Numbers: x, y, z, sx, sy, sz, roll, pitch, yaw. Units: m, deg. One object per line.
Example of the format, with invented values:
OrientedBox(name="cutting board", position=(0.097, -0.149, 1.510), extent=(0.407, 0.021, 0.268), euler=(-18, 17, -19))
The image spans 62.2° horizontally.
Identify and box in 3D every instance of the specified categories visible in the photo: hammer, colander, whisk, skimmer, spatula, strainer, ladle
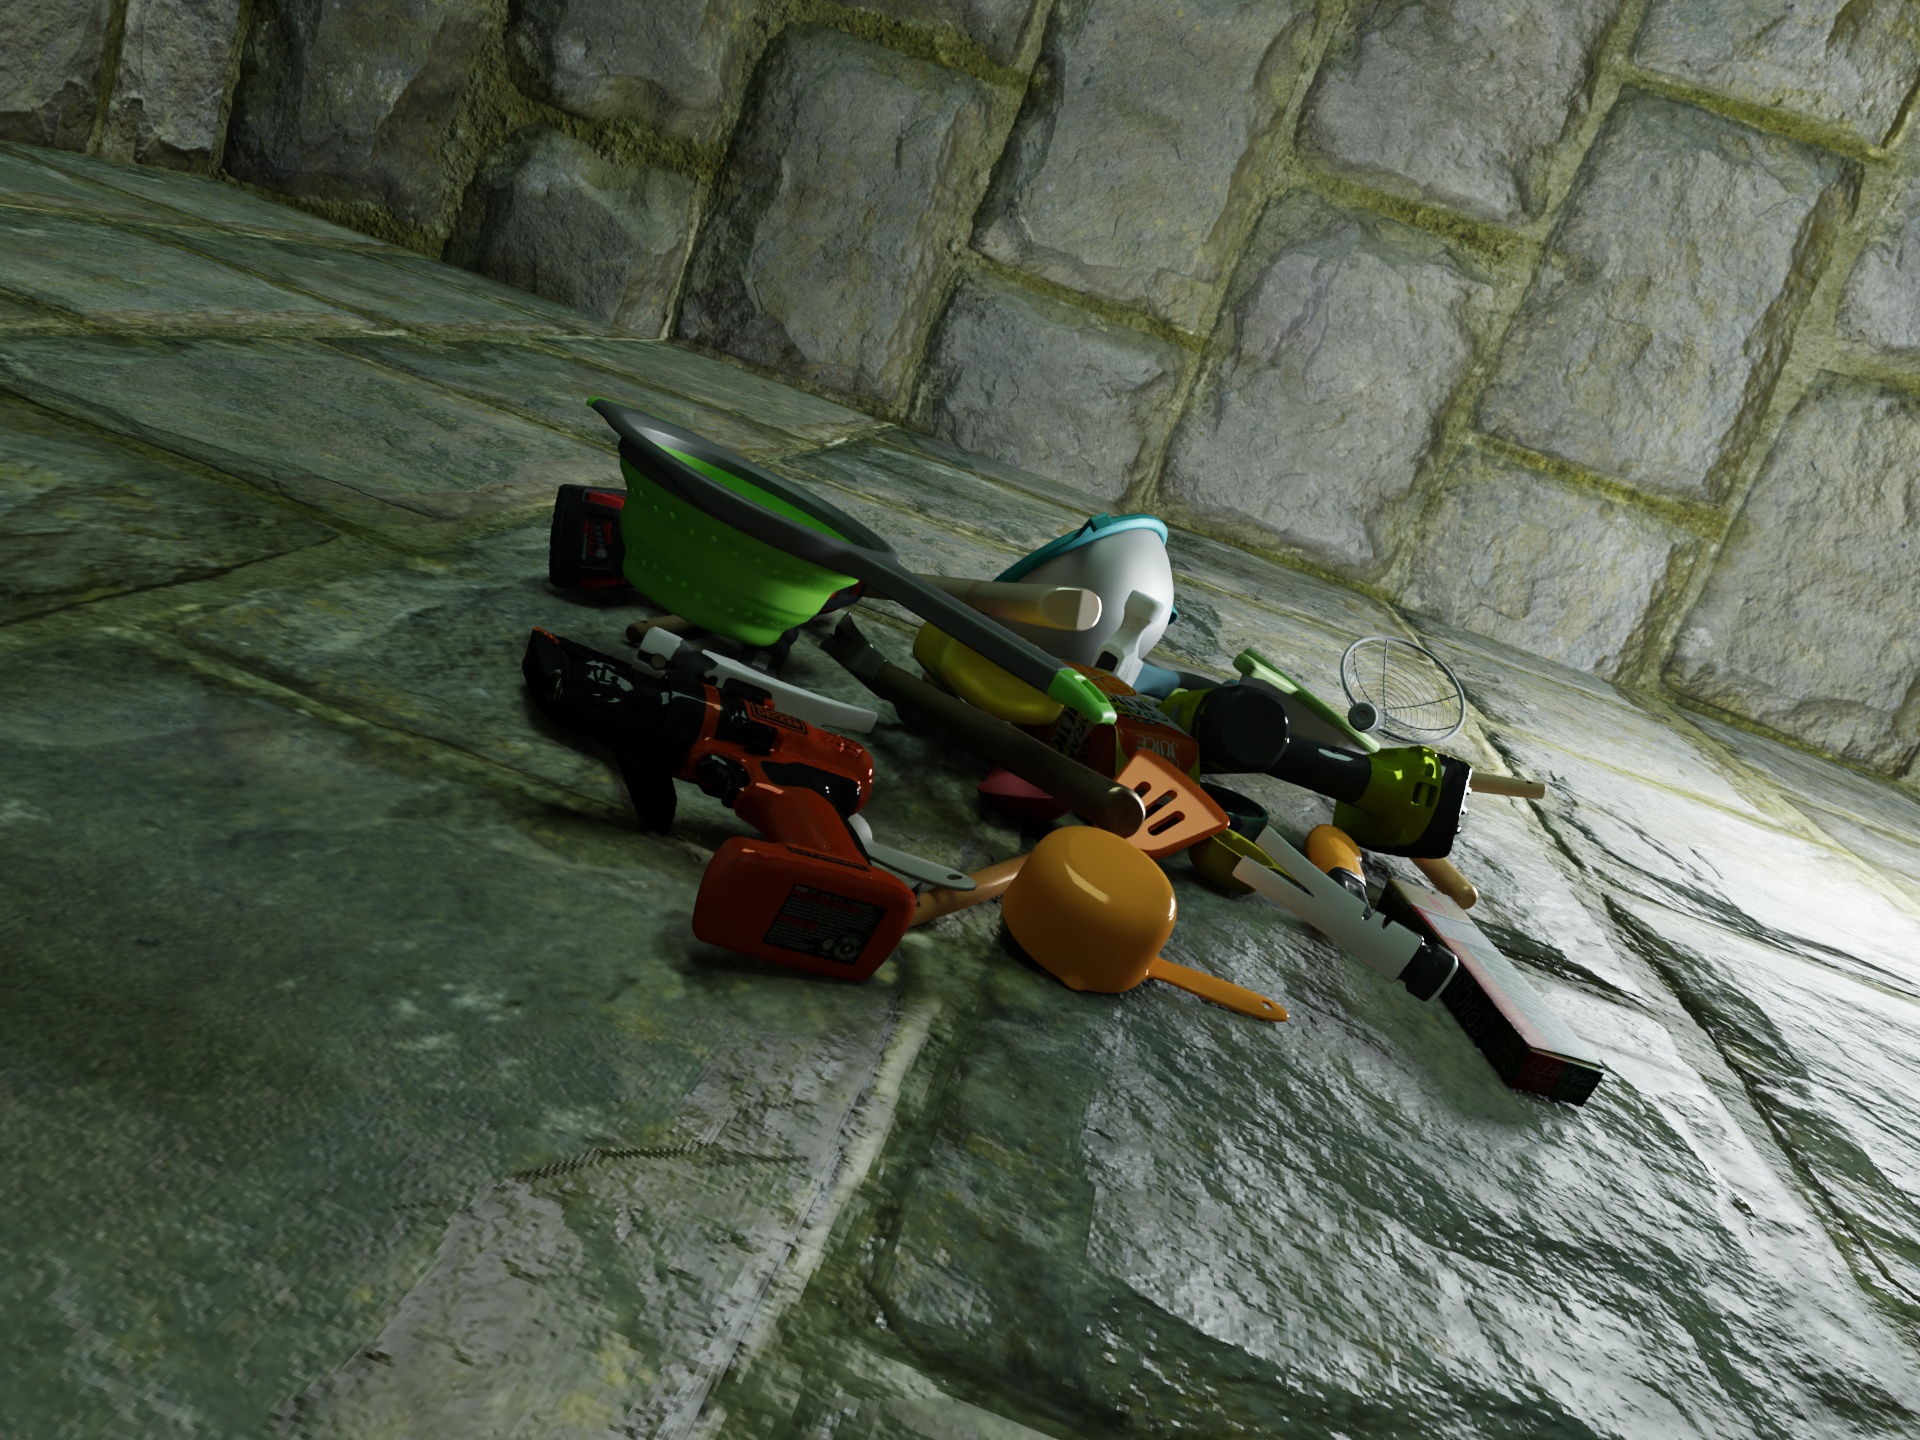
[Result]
OrientedBox(name="hammer", position=(-0.131, -0.041, 1.097), extent=(0.146, 0.035, 0.335), euler=(23, 8, -7))
OrientedBox(name="colander", position=(-0.085, -0.070, 0.987), extent=(0.397, 0.094, 0.204), euler=(33, 11, 23))
OrientedBox(name="whisk", position=(0.359, 0.088, 1.305), extent=(0.051, 0.047, 0.245), euler=(3, 23, -14))
OrientedBox(name="skimmer", position=(0.375, -0.027, 1.371), extent=(0.127, 0.090, 0.363), euler=(41, 12, 13))
OrientedBox(name="spatula", position=(0.058, 0.076, 0.947), extent=(0.081, 0.041, 0.322), euler=(42, 27, 21))
OrientedBox(name="hammer", position=(0.237, 0.098, 1.021), extent=(0.127, 0.034, 0.337), euler=(34, 8, 7))
OrientedBox(name="strainer", position=(0.278, -0.006, 1.409), extent=(0.152, 0.069, 0.256), euler=(41, 11, 29))
OrientedBox(name="ladle", position=(0.014, 0.014, 1.161), extent=(0.069, 0.031, 0.316), euler=(2, 18, -17))
OrientedBox(name="hammer", position=(0.007, 0.003, 1.014), extent=(0.129, 0.031, 0.332), euler=(40, -6, -34))
OrientedBox(name="hammer", position=(-0.047, -0.110, 1.298), extent=(0.411, 0.038, 0.146), euler=(12, 6, 43))
OrientedBox(name="hammer", position=(0.187, -0.030, 1.393), extent=(0.033, 0.128, 0.330), euler=(33, 10, 25))
OrientedBox(name="ladle", position=(0.322, 0.026, 1.317), extent=(0.320, 0.062, 0.078), euler=(8, 29, 7))
OrientedBox(name="strainer", position=(0.136, -0.077, 1.419), extent=(0.340, 0.211, 0.095), euler=(4, 54, -60))

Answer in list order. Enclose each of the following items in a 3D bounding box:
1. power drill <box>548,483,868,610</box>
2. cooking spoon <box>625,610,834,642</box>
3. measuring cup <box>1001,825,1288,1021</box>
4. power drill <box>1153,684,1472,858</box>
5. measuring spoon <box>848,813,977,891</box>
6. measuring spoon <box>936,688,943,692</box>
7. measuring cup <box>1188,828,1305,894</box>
OrientedBox(name="power drill", position=(-0.191, -0.124, 1.196), extent=(0.220, 0.078, 0.143), euler=(11, 9, 20))
OrientedBox(name="cooking spoon", position=(-0.180, -0.085, 1.283), extent=(0.069, 0.017, 0.319), euler=(17, 13, 17))
OrientedBox(name="measuring cup", position=(0.110, 0.113, 0.858), extent=(0.173, 0.052, 0.095), euler=(23, 28, -7))
OrientedBox(name="power drill", position=(0.250, 0.034, 1.217), extent=(0.228, 0.080, 0.190), euler=(19, -8, -15))
OrientedBox(name="measuring spoon", position=(-0.036, 0.069, 0.870), extent=(0.034, 0.018, 0.124), euler=(-14, 22, -42))
OrientedBox(name="measuring spoon", position=(-0.002, -0.004, 1.167), extent=(0.021, 0.011, 0.117), euler=(-7, 19, -24))
OrientedBox(name="measuring cup", position=(0.222, 0.119, 1.068), extent=(0.156, 0.029, 0.062), euler=(31, 13, -1))
